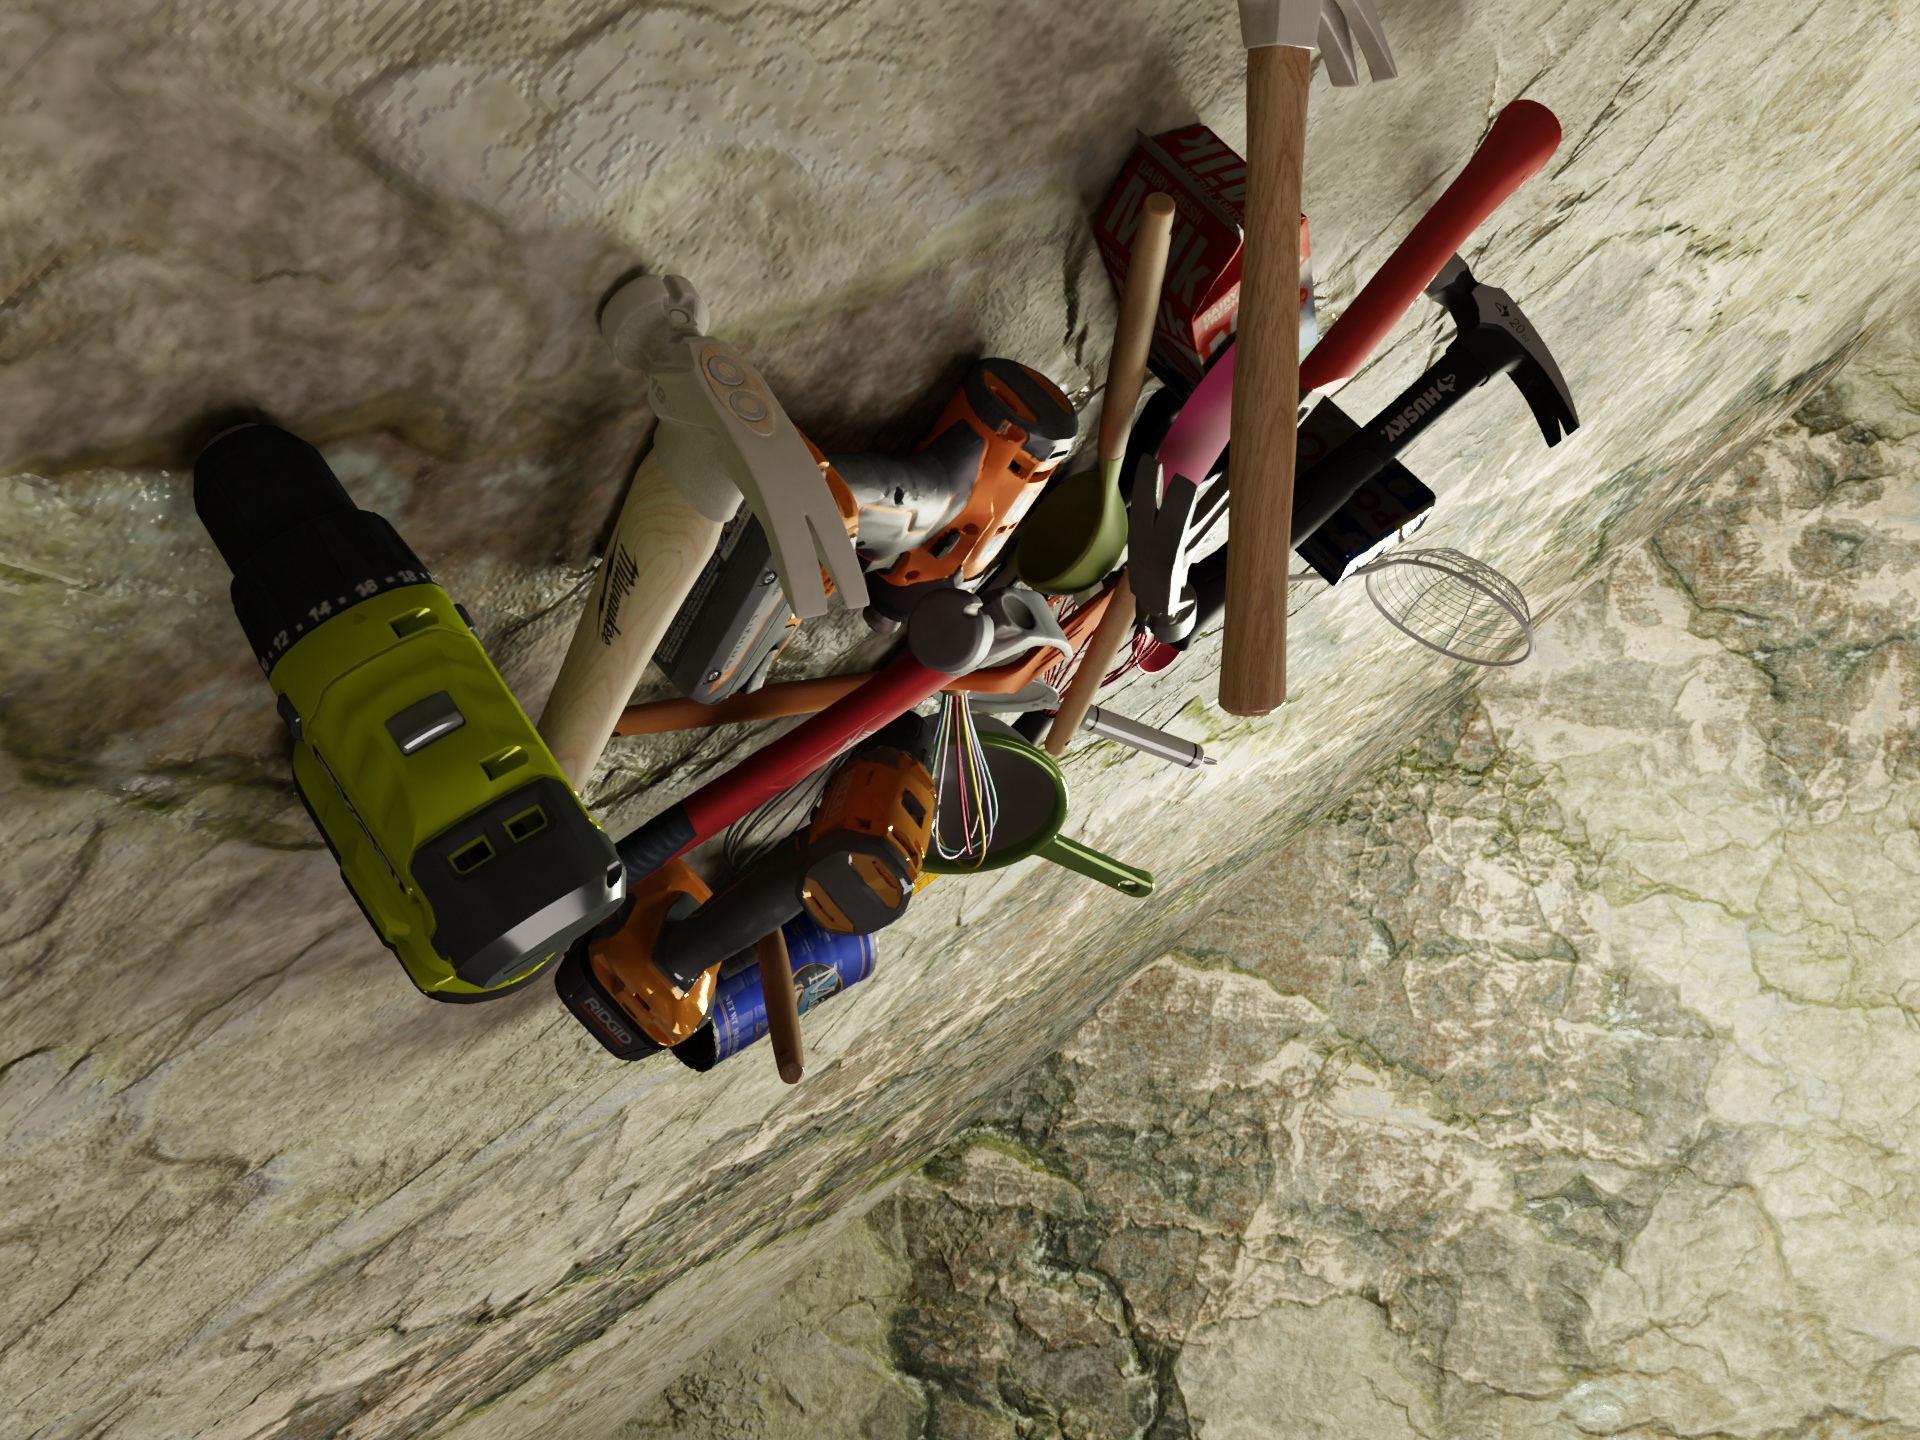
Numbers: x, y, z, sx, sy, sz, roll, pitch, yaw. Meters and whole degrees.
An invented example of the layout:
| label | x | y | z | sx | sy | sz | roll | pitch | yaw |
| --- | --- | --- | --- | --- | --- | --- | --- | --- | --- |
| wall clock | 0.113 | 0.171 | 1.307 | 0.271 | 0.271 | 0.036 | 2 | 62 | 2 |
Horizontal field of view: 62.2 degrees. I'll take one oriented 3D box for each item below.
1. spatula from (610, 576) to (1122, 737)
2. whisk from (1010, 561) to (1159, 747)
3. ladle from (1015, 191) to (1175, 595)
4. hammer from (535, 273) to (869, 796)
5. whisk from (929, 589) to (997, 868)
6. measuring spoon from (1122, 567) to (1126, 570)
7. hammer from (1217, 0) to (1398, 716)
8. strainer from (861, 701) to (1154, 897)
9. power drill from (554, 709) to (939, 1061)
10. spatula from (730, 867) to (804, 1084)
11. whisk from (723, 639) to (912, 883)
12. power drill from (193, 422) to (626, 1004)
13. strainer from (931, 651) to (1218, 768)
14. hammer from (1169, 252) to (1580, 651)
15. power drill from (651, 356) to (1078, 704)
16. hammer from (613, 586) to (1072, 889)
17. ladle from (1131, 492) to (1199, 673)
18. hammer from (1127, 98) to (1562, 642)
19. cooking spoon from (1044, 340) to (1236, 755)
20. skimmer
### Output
| label | x | y | z | sx | sy | sz | roll | pitch | yaw |
| --- | --- | --- | --- | --- | --- | --- | --- | --- | --- |
| spatula | -0.048 | -0.026 | 0.866 | 0.322 | 0.041 | 0.081 | -9 | 154 | -27 |
| whisk | 0.071 | -0.022 | 1.164 | 0.073 | 0.073 | 0.295 | -26 | 162 | -36 |
| ladle | 0.068 | -0.156 | 0.807 | 0.320 | 0.062 | 0.078 | 93 | 13 | -67 |
| hammer | -0.164 | 0.012 | 0.686 | 0.038 | 0.146 | 0.410 | -15 | 154 | -40 |
| whisk | 0.000 | -0.002 | 0.972 | 0.051 | 0.047 | 0.244 | -8 | 129 | -9 |
| measuring spoon | 0.127 | -0.113 | 1.108 | 0.042 | 0.021 | 0.128 | -37 | 160 | -8 |
| hammer | 0.133 | -0.165 | 0.682 | 0.130 | 0.031 | 0.331 | -16 | 112 | -42 |
| strainer | 0.038 | 0.057 | 1.120 | 0.256 | 0.069 | 0.151 | 26 | 131 | -31 |
| power drill | -0.109 | 0.084 | 0.919 | 0.226 | 0.084 | 0.185 | -30 | -160 | 21 |
| spatula | -0.111 | 0.137 | 0.957 | 0.060 | 0.018 | 0.316 | -31 | -162 | 0 |
| whisk | -0.072 | 0.018 | 0.997 | 0.239 | 0.055 | 0.055 | -50 | 160 | 15 |
| power drill | -0.198 | 0.012 | 0.571 | 0.080 | 0.190 | 0.228 | -32 | 174 | -22 |
| strainer | 0.079 | -0.007 | 1.095 | 0.258 | 0.050 | 0.087 | 19 | 159 | -29 |
| hammer | 0.247 | -0.154 | 0.998 | 0.335 | 0.146 | 0.035 | -40 | 176 | -17 |
| power drill | -0.054 | -0.083 | 0.746 | 0.226 | 0.084 | 0.164 | -24 | 156 | -49 |
| hammer | -0.118 | 0.042 | 0.833 | 0.386 | 0.038 | 0.143 | -32 | 170 | 22 |
| ladle | 0.154 | -0.120 | 1.140 | 0.069 | 0.031 | 0.315 | -42 | 161 | -16 |
| hammer | 0.201 | -0.201 | 0.811 | 0.359 | 0.037 | 0.149 | -49 | 161 | -16 |
| cooking spoon | 0.102 | -0.085 | 0.880 | 0.069 | 0.017 | 0.318 | -29 | 154 | -38 |
| skimmer | 0.236 | -0.067 | 1.078 | 0.363 | 0.090 | 0.127 | -6 | -174 | -28 |
